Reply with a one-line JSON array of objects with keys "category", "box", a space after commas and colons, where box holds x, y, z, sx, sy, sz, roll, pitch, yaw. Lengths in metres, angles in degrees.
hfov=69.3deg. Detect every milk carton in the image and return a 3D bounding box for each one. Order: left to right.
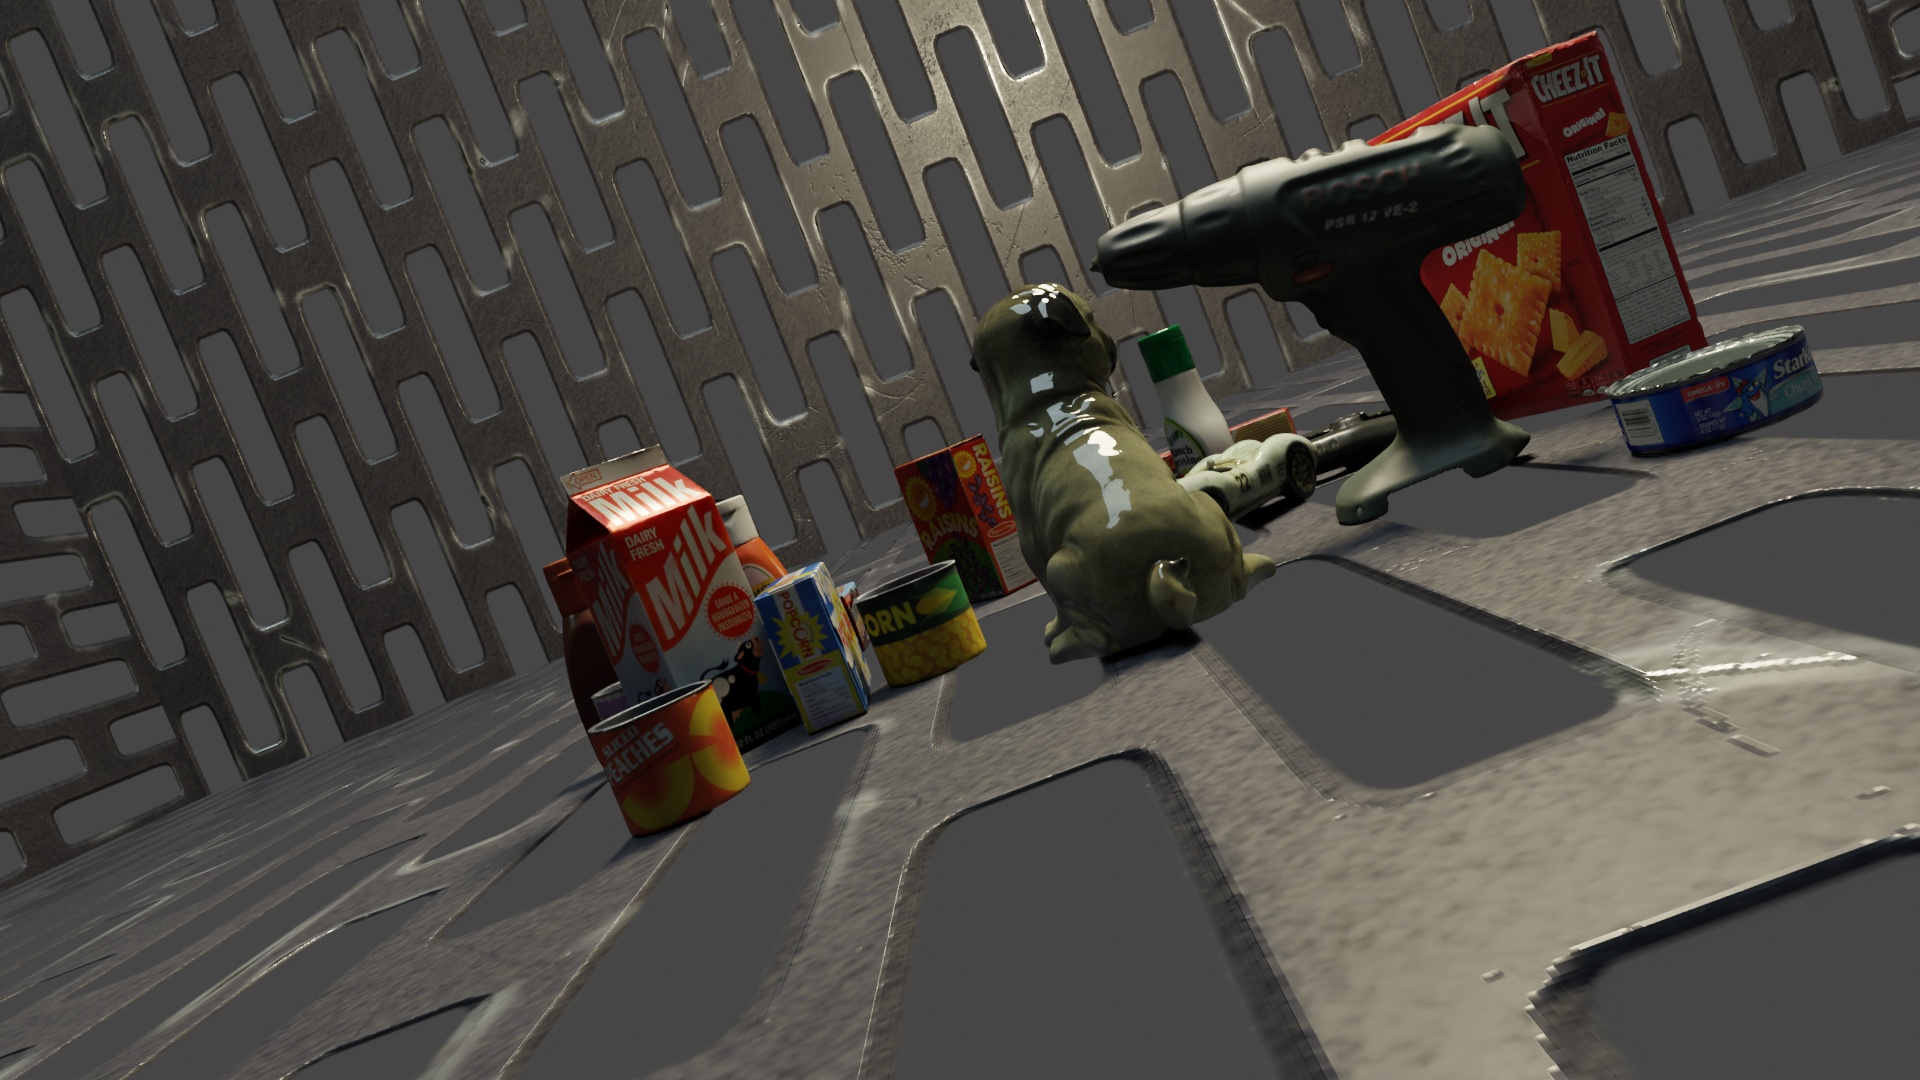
[{"category": "milk carton", "box": [-0.175, 0.039, 0.841, 0.072, 0.190, 0.073, -24, 4, -39]}]

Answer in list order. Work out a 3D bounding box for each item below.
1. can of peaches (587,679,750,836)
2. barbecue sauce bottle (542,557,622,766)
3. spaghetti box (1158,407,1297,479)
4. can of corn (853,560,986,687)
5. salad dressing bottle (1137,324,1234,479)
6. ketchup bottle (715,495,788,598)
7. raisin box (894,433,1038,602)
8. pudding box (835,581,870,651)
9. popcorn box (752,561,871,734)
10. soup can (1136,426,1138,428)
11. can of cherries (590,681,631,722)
[{"category": "can of peaches", "box": [-0.148, 0.110, 0.702, 0.071, 0.058, 0.071, -21, 4, 2]}, {"category": "barbecue sauce bottle", "box": [-0.244, 0.081, 0.960, 0.065, 0.148, 0.044, -22, 3, 1]}, {"category": "spaghetti box", "box": [0.171, -0.047, 1.202, 0.250, 0.050, 0.029, -20, 4, 16]}, {"category": "can of corn", "box": [-0.026, 0.052, 0.846, 0.071, 0.058, 0.071, -21, 4, 2]}, {"category": "salad dressing bottle", "box": [0.185, -0.100, 1.121, 0.044, 0.147, 0.064, -23, 4, -18]}, {"category": "ketchup bottle", "box": [-0.166, 0.038, 1.121, 0.065, 0.148, 0.043, -22, 3, -10]}, {"category": "raisin box", "box": [0.004, -0.014, 1.104, 0.040, 0.123, 0.086, -24, 4, -34]}, {"category": "pudding box", "box": [-0.093, 0.064, 1.101, 0.030, 0.049, 0.084, -21, 4, 3]}, {"category": "popcorn box", "box": [-0.087, 0.061, 0.843, 0.038, 0.085, 0.127, -22, 4, -1]}, {"category": "soup can", "box": [0.126, -0.040, 1.105, 0.071, 0.083, 0.071, -21, 4, 2]}, {"category": "can of cherries", "box": [-0.197, 0.114, 0.907, 0.071, 0.058, 0.071, -21, 4, 2]}]
